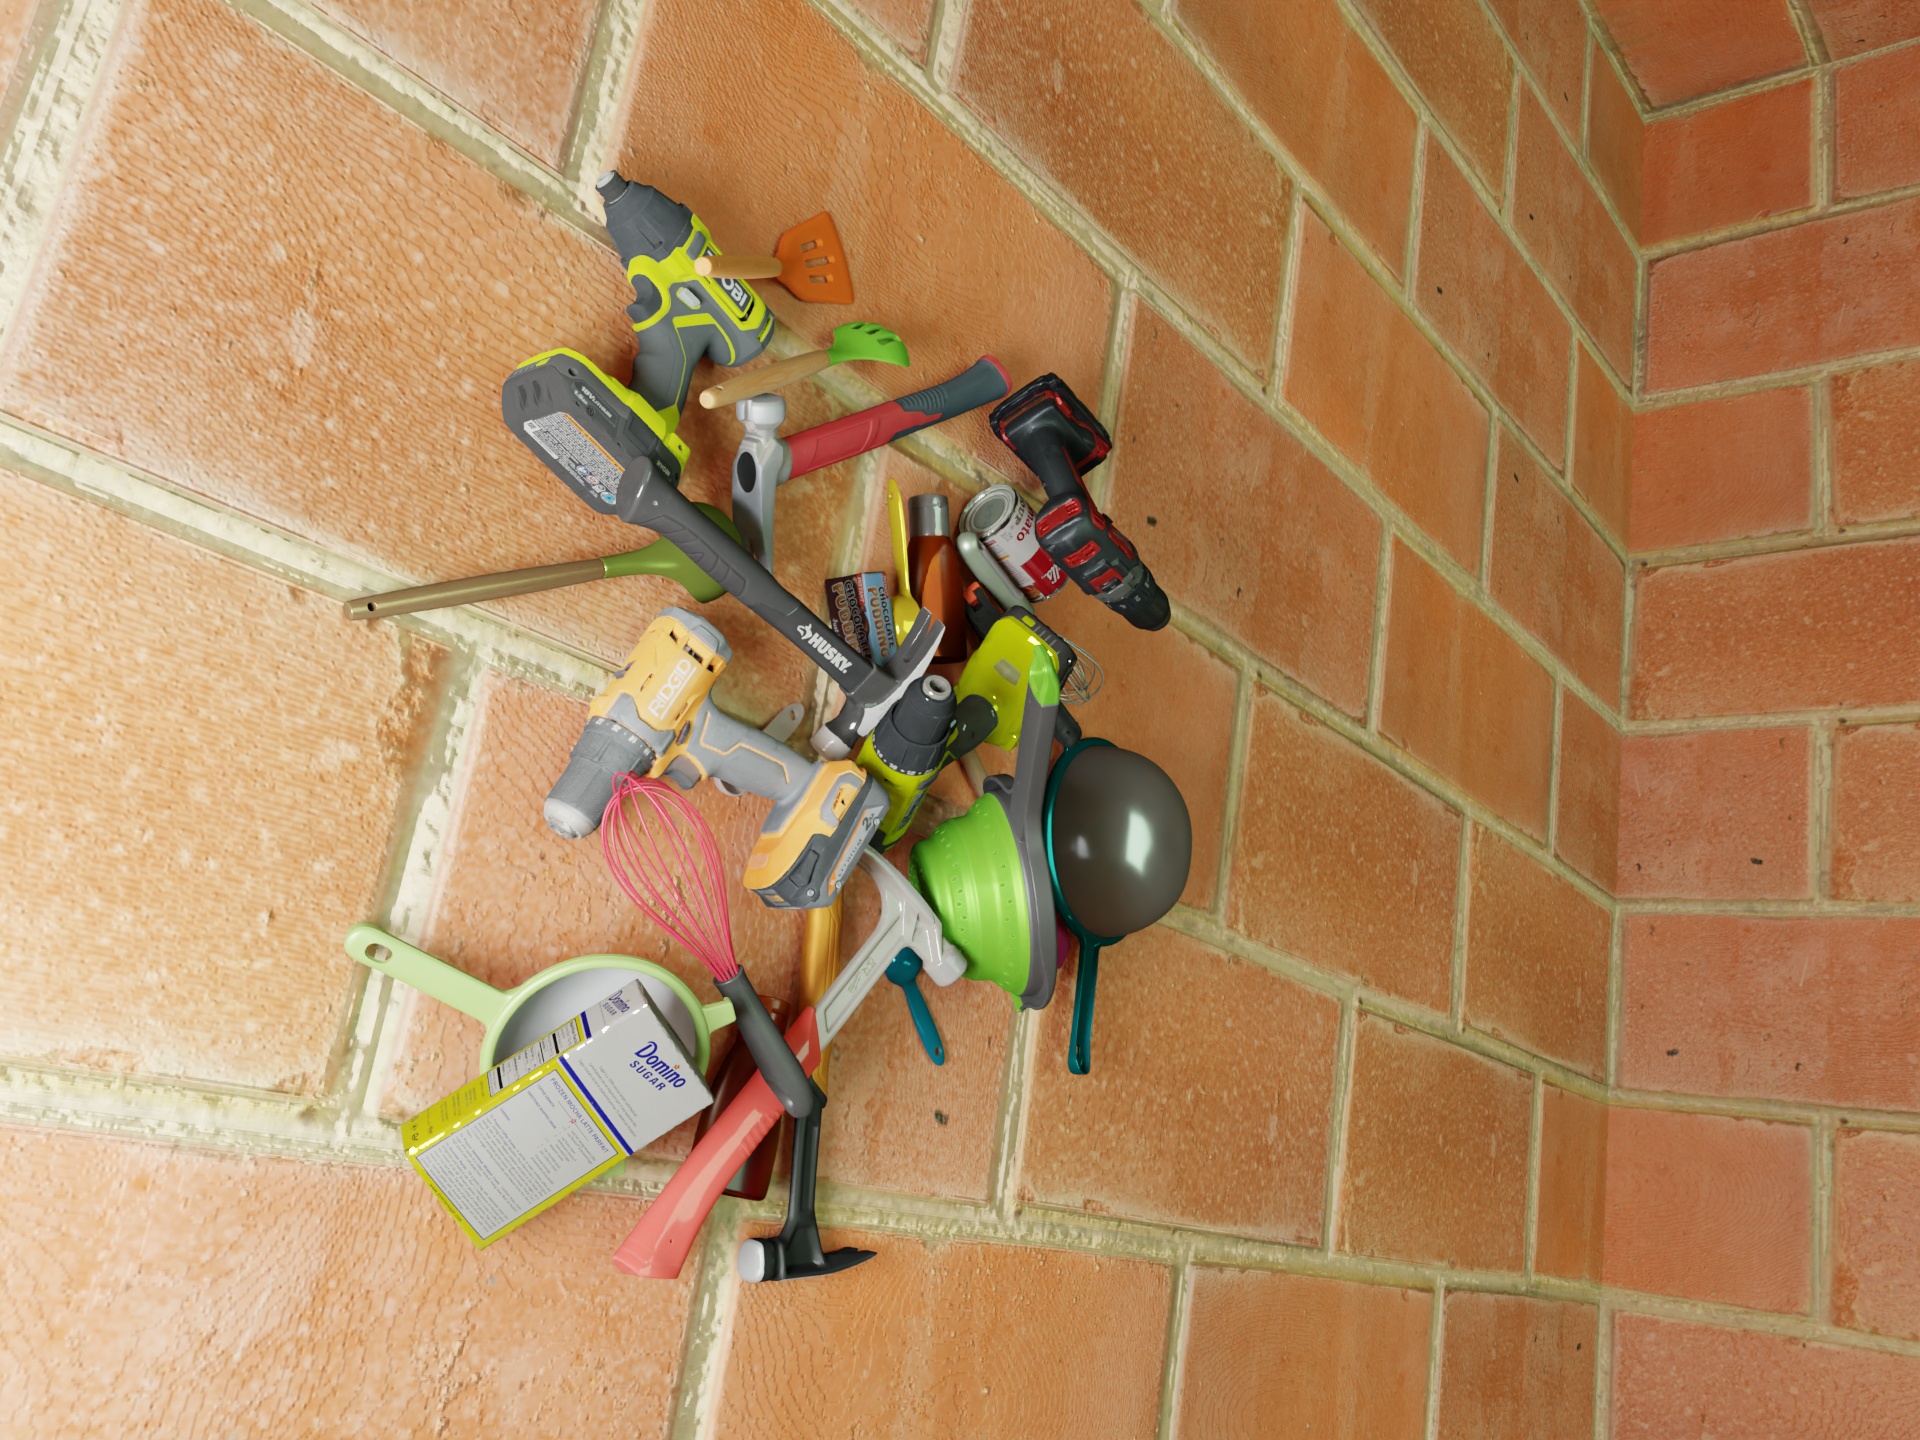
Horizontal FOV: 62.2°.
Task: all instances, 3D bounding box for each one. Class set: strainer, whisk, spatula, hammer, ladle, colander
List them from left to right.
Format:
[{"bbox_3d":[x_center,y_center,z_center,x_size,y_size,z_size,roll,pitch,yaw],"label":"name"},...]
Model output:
[{"bbox_3d":[-0.290,0.189,1.061,0.256,0.069,0.151,34,95,-25],"label":"strainer"},{"bbox_3d":[-0.283,-0.102,1.119,0.320,0.062,0.078,-17,99,-43],"label":"ladle"},{"bbox_3d":[-0.170,0.162,1.107,0.073,0.073,0.295,-45,119,-43],"label":"whisk"},{"bbox_3d":[-0.144,-0.357,1.240,0.323,0.041,0.081,-61,137,-72],"label":"spatula"},{"bbox_3d":[-0.137,0.256,1.186,0.149,0.037,0.359,50,56,-15],"label":"hammer"},{"bbox_3d":[-0.138,-0.093,1.196,0.146,0.035,0.334,-46,138,1],"label":"hammer"},{"bbox_3d":[-0.113,0.272,1.281,0.127,0.034,0.337,14,76,-48],"label":"hammer"},{"bbox_3d":[-0.065,-0.242,1.373,0.386,0.038,0.143,-34,135,-52],"label":"hammer"},{"bbox_3d":[0.016,0.095,1.302,0.396,0.094,0.205,95,-18,-45],"label":"colander"},{"bbox_3d":[0.064,-0.094,1.505,0.246,0.059,0.058,49,26,-39],"label":"whisk"},{"bbox_3d":[0.164,0.177,1.559,0.210,0.095,0.341,33,58,-47],"label":"strainer"}]

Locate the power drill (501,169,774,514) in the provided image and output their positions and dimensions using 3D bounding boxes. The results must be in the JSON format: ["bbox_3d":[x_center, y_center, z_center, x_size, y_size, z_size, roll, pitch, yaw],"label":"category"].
[{"bbox_3d":[-0.236,-0.277,1.160,0.171,0.080,0.223,46,49,-38],"label":"power drill"}]

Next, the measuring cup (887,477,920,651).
[{"bbox_3d":[-0.061,-0.128,1.360,0.029,0.062,0.156,-9,98,-31],"label":"measuring cup"}]

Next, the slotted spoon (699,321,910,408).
[{"bbox_3d":[-0.119,-0.282,1.262,0.314,0.070,0.031,-42,159,-59],"label":"slotted spoon"}]

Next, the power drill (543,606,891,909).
[{"bbox_3d":[-0.181,0.053,1.169,0.226,0.084,0.185,42,62,-23],"label":"power drill"}]

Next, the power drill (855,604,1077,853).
[{"bbox_3d":[-0.002,-0.004,1.325,0.080,0.190,0.228,41,46,12],"label":"power drill"}]

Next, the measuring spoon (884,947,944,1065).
[{"bbox_3d":[-0.032,0.247,1.389,0.042,0.021,0.128,-37,113,-45],"label":"measuring spoon"}]

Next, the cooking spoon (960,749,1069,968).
[{"bbox_3d":[0.039,0.100,1.493,0.318,0.017,0.069,65,32,-23],"label":"cooking spoon"}]

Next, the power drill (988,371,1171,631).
[{"bbox_3d":[0.119,-0.197,1.491,0.187,0.080,0.227,37,28,-45],"label":"power drill"}]

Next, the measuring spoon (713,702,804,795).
[{"bbox_3d":[-0.161,0.020,1.268,0.124,0.018,0.034,-49,119,-49],"label":"measuring spoon"}]
